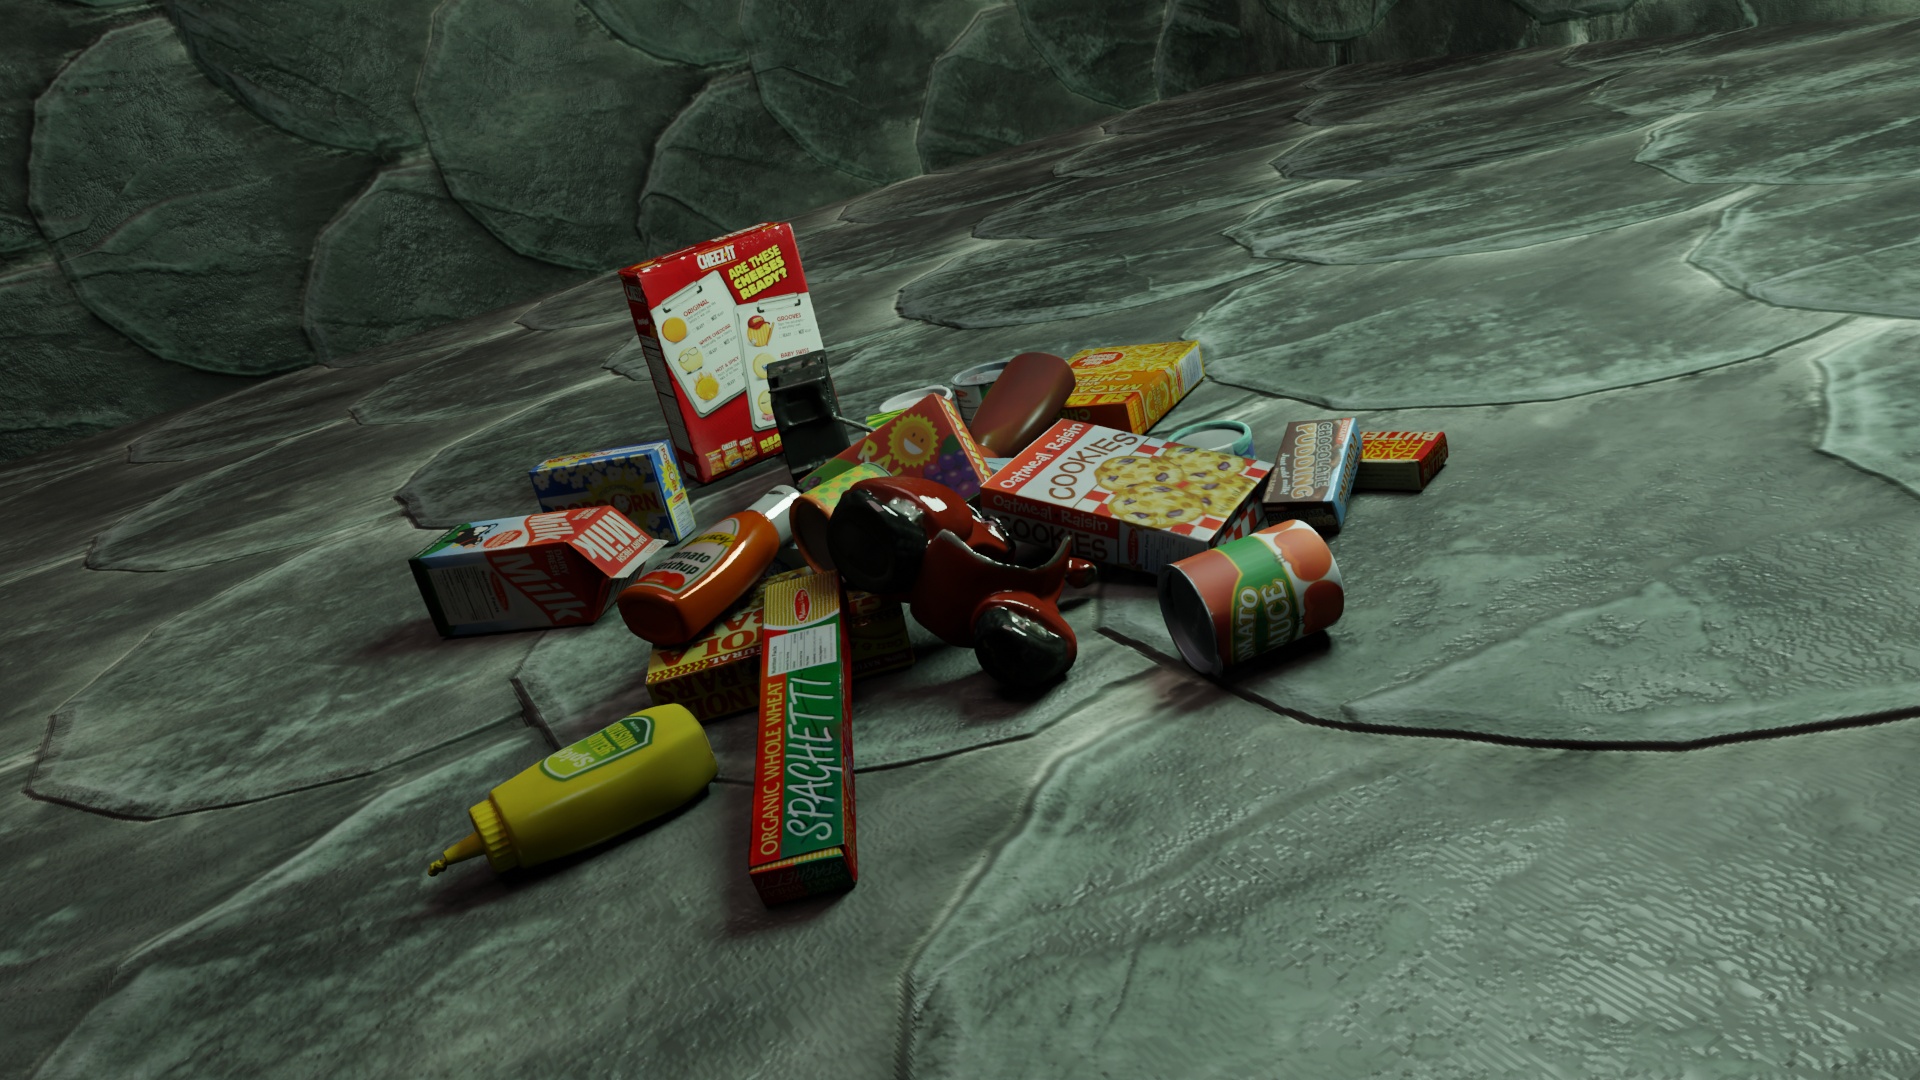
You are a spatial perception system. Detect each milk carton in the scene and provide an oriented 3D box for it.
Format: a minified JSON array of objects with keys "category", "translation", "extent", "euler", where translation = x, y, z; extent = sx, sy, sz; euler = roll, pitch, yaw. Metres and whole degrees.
[{"category":"milk carton","translation":[-0.331,0.023,1.108],"extent":[0.190,0.073,0.073],"euler":[-6,23,20]}]

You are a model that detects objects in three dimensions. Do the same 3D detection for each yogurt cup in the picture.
[{"category":"yogurt cup","translation":[-0.035,-0.103,1.257],"extent":[0.072,0.053,0.073],"euler":[-13,21,5]}]

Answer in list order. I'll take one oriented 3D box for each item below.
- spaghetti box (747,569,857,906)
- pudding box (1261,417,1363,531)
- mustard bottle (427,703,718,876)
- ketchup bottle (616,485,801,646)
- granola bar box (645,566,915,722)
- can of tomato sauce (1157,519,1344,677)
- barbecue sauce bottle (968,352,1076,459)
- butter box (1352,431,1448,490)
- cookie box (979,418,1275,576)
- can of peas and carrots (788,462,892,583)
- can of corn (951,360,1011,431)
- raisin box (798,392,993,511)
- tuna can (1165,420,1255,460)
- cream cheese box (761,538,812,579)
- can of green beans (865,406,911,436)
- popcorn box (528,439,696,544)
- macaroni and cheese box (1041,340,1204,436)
[{"category":"spaghetti box","translation":[-0.086,0.098,0.770],"extent":[0.050,0.028,0.251],"euler":[-13,32,2]},{"category":"pudding box","translation":[0.240,-0.044,0.941],"extent":[0.049,0.030,0.084],"euler":[0,46,32]},{"category":"mustard bottle","translation":[-0.217,0.144,0.770],"extent":[0.161,0.048,0.065],"euler":[-25,22,-25]},{"category":"ketchup bottle","translation":[-0.159,0.014,0.937],"extent":[0.064,0.043,0.149],"euler":[3,32,36]},{"category":"granola bar box","translation":[-0.119,0.063,0.923],"extent":[0.166,0.039,0.124],"euler":[-15,22,-3]},{"category":"can of tomato sauce","translation":[0.164,0.033,0.784],"extent":[0.083,0.071,0.071],"euler":[-19,22,-14]},{"category":"barbecue sauce bottle","translation":[0.036,-0.092,1.141],"extent":[0.065,0.043,0.149],"euler":[7,50,37]},{"category":"butter box","translation":[0.286,-0.057,0.984],"extent":[0.103,0.024,0.053],"euler":[3,28,38]},{"category":"cookie box","translation":[0.115,-0.029,0.957],"extent":[0.167,0.040,0.123],"euler":[15,34,28]},{"category":"can of peas and carrots","translation":[-0.075,-0.012,0.933],"extent":[0.059,0.070,0.071],"euler":[-29,26,-33]},{"category":"can of corn","translation":[0.033,-0.127,1.270],"extent":[0.071,0.058,0.071],"euler":[-13,21,5]},{"category":"raisin box","translation":[-0.043,-0.037,1.003],"extent":[0.123,0.086,0.040],"euler":[-32,-17,15]},{"category":"tuna can","translation":[0.190,-0.065,1.053],"extent":[0.071,0.032,0.071],"euler":[-12,22,5]},{"category":"cream cheese box","translation":[-0.137,0.020,1.019],"extent":[0.104,0.053,0.024],"euler":[2,28,36]},{"category":"can of green beans","translation":[-0.046,-0.081,1.194],"extent":[0.058,0.071,0.071],"euler":[-11,21,7]},{"category":"popcorn box","translation":[-0.305,-0.036,1.220],"extent":[0.126,0.085,0.038],"euler":[-7,21,20]},{"category":"macaroni and cheese box","translation":[0.131,-0.131,1.242],"extent":[0.123,0.040,0.167],"euler":[0,25,33]}]
